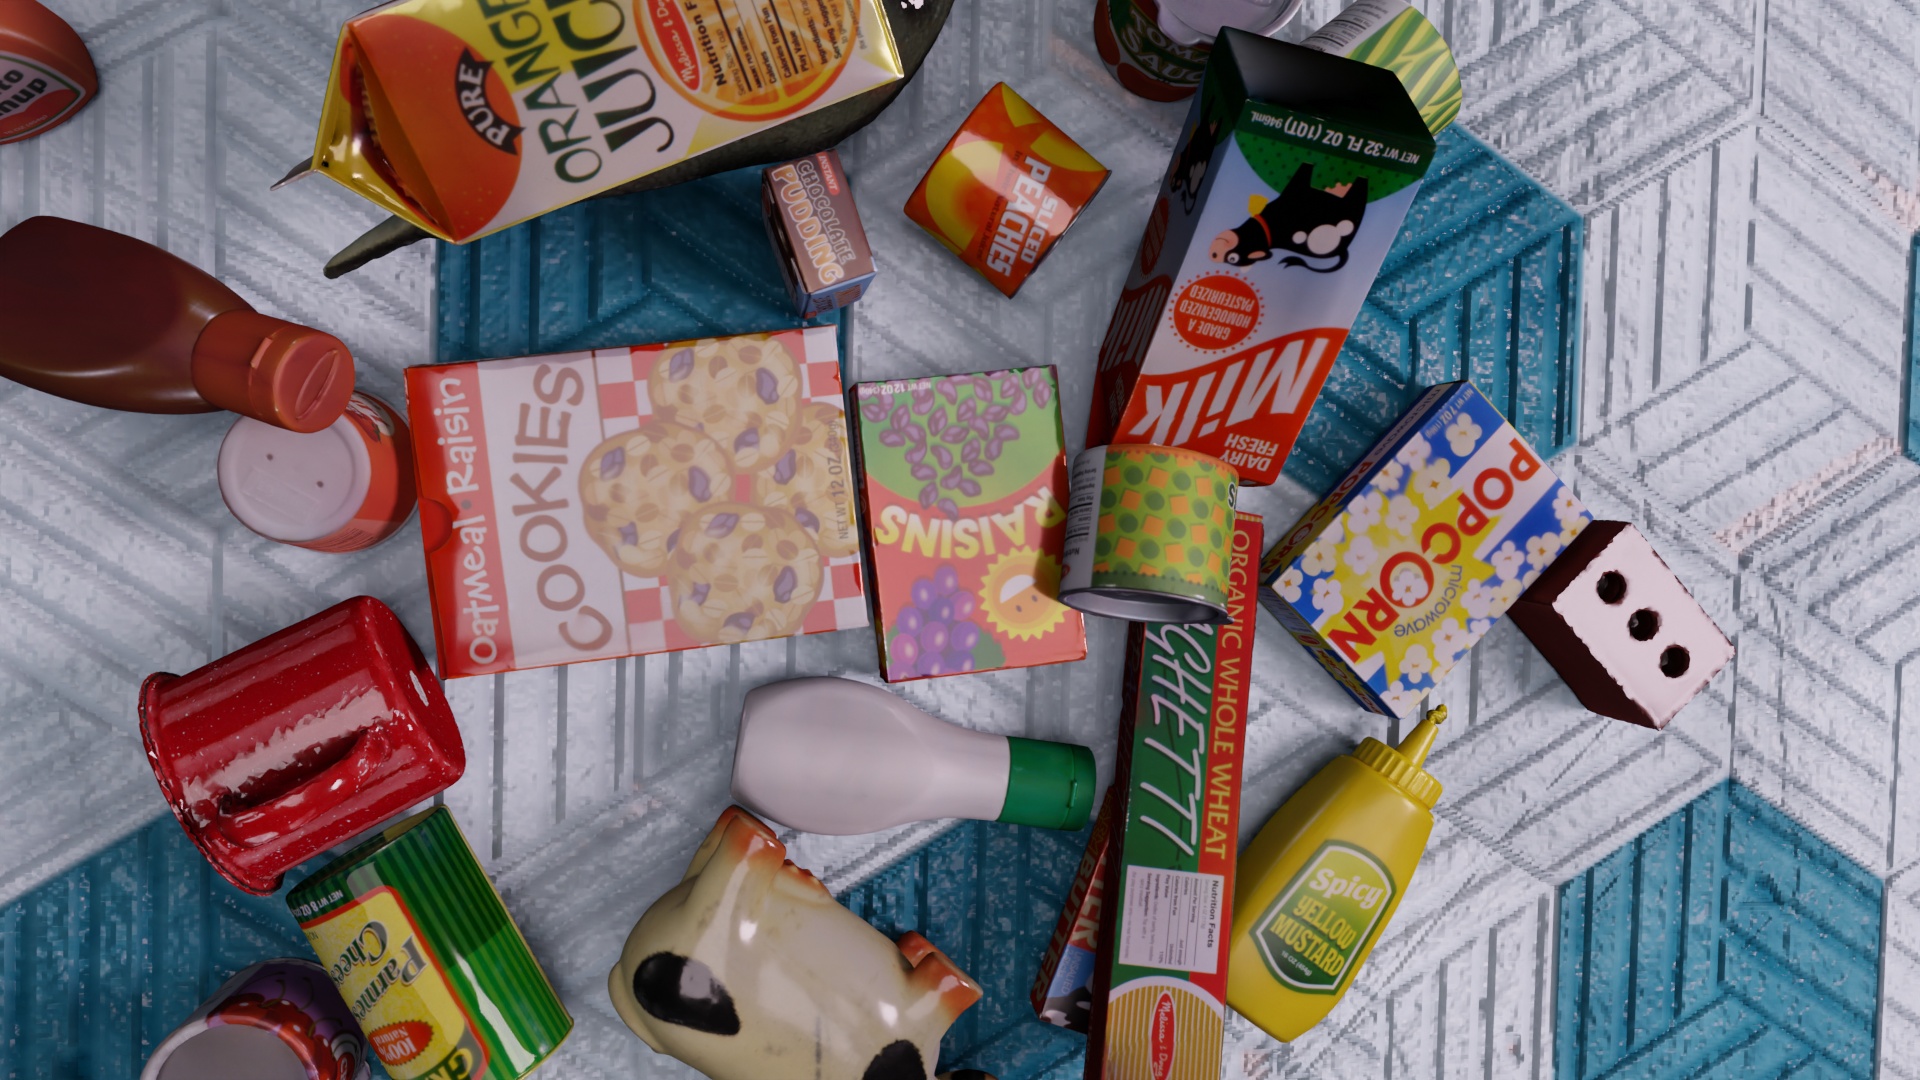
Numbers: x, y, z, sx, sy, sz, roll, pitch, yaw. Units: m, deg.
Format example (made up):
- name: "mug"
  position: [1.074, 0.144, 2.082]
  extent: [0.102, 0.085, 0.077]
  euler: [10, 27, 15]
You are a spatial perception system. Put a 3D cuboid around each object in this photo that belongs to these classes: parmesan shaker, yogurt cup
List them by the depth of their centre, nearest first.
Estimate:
- name: "yogurt cup"
  position: [-0.247, -0.027, 0.535]
  extent: [0.072, 0.054, 0.072]
  euler: [0, 93, -7]
- name: "parmesan shaker"
  position: [-0.208, 0.165, 0.542]
  extent: [0.071, 0.071, 0.103]
  euler: [-29, 95, -6]

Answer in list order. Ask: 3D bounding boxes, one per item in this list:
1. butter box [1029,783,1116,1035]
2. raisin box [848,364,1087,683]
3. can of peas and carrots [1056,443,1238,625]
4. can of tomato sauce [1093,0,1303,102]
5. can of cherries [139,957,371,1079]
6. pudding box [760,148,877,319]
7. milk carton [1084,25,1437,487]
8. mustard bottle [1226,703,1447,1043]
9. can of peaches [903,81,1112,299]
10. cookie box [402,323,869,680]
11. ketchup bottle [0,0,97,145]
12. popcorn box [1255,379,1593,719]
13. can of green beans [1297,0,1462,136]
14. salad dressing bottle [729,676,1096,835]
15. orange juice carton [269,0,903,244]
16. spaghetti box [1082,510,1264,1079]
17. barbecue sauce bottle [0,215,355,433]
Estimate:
- name: "butter box"
  position: [0.073, 0.163, 0.600]
  extent: [0.053, 0.024, 0.103]
  euler: [21, 89, -8]
- name: "raisin box"
  position: [0.002, -0.007, 0.578]
  extent: [0.086, 0.040, 0.123]
  euler: [-7, 92, -9]
- name: "can of peas and carrots"
  position: [0.076, -0.001, 0.544]
  extent: [0.071, 0.071, 0.059]
  euler: [9, 78, -8]
- name: "can of tomato sauce"
  position: [0.094, -0.218, 0.561]
  extent: [0.071, 0.083, 0.071]
  euler: [0, 92, -8]
- name: "can of cherries"
  position: [-0.269, 0.205, 0.537]
  extent: [0.071, 0.058, 0.071]
  euler: [0, 92, -7]
- name: "pudding box"
  position: [-0.057, -0.117, 0.543]
  extent: [0.030, 0.083, 0.049]
  euler: [-19, 95, -7]
- name: "milk carton"
  position: [0.106, -0.091, 0.548]
  extent: [0.072, 0.074, 0.189]
  euler: [11, 128, -8]
- name: "mustard bottle"
  position: [0.163, 0.135, 0.600]
  extent: [0.065, 0.049, 0.160]
  euler: [36, 87, -9]
- name: "can of peaches"
  position: [0.018, -0.140, 0.559]
  extent: [0.058, 0.071, 0.071]
  euler: [38, 87, -7]
- name: "cookie box"
  position: [-0.127, -0.017, 0.558]
  extent: [0.168, 0.040, 0.123]
  euler: [-7, 93, -8]
- name: "ketchup bottle"
  position: [-0.357, -0.175, 0.466]
  extent: [0.065, 0.149, 0.043]
  euler: [-26, 94, -6]
- name: "popcorn box"
  position: [0.199, 0.003, 0.605]
  extent: [0.127, 0.038, 0.085]
  euler: [-45, 98, -4]
- name: "can of green beans"
  position: [0.165, -0.184, 0.581]
  extent: [0.058, 0.071, 0.071]
  euler: [-38, 97, -5]
- name: "salad dressing bottle"
  position: [-0.019, 0.094, 0.576]
  extent: [0.148, 0.044, 0.064]
  euler: [10, 88, -9]
- name: "orange juice carton"
  position: [-0.124, -0.154, 0.448]
  extent: [0.193, 0.072, 0.072]
  euler: [-22, 118, -4]
- name: "spaghetti box"
  position: [0.089, 0.108, 0.574]
  extent: [0.050, 0.028, 0.250]
  euler: [9, 78, -8]
- name: "barbecue sauce bottle"
  position: [-0.288, -0.074, 0.501]
  extent: [0.148, 0.043, 0.065]
  euler: [16, 72, 19]
